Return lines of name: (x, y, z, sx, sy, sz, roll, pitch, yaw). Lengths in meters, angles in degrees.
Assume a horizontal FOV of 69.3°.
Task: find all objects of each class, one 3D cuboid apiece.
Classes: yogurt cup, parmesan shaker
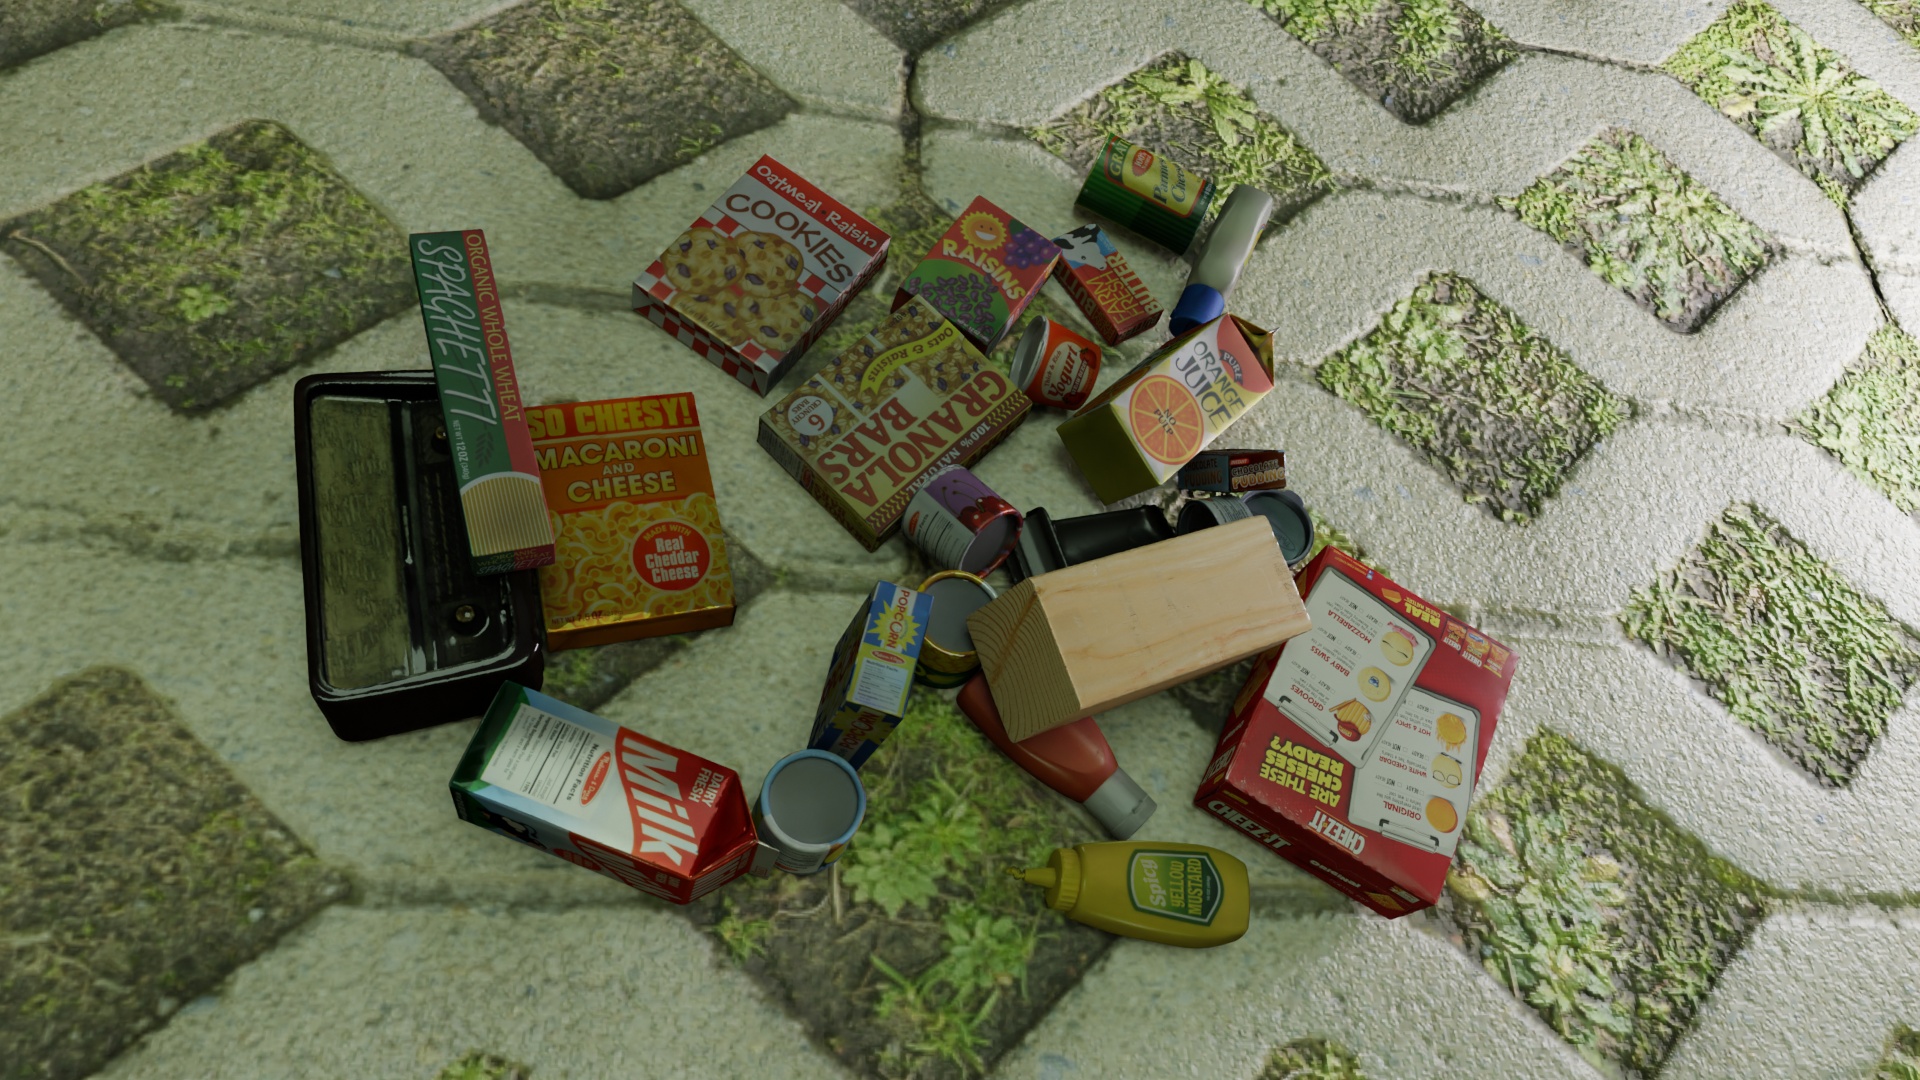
yogurt cup: (0.074, -0.134, 1.076, 0.054, 0.072, 0.073, 18, 60, -15)
parmesan shaker: (0.158, -0.295, 1.180, 0.103, 0.071, 0.071, 26, 60, -2)

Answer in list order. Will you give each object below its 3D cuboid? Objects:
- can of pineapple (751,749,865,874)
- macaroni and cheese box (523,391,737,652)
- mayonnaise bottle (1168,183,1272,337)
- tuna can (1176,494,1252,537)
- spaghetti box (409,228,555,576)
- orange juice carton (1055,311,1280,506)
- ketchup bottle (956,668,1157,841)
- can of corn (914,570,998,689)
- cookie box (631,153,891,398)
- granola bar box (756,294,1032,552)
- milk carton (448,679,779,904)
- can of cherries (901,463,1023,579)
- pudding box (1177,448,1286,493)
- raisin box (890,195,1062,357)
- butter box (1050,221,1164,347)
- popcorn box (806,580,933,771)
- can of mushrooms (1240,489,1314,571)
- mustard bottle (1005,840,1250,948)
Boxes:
can of pineapple: (-0.095, 0.169, 0.874, 0.071, 0.057, 0.071, 6, 62, -12)
macaroni and cheese box: (-0.229, -0.015, 0.943, 0.124, 0.040, 0.167, -7, 66, -19)
mayonnaise bottle: (0.217, -0.229, 1.166, 0.041, 0.064, 0.149, 26, 64, 3)
tuna can: (0.192, 0.002, 1.038, 0.033, 0.070, 0.071, -10, 67, -21)
spaghetti box: (-0.309, -0.095, 0.890, 0.050, 0.028, 0.251, -10, 65, -22)
orange juice carton: (0.170, -0.112, 1.071, 0.193, 0.071, 0.073, -38, 99, -32)
ketchup bottle: (0.069, 0.139, 0.943, 0.149, 0.043, 0.065, 45, 61, 10)
can of corn: (-0.010, 0.062, 0.953, 0.071, 0.058, 0.071, 7, 62, -12)
cookie box: (-0.150, -0.206, 1.064, 0.123, 0.040, 0.168, 34, 61, 3)
granola bar box: (-0.047, -0.089, 1.024, 0.124, 0.039, 0.166, 44, 66, 9)
milk carton: (-0.202, 0.162, 0.841, 0.191, 0.072, 0.074, 22, 60, -2)
can of cherries: (0.004, -0.012, 0.983, 0.072, 0.071, 0.058, -36, 59, -28)
pudding box: (0.206, -0.053, 1.057, 0.050, 0.083, 0.030, -5, 96, -18)
raisin box: (0.014, -0.207, 1.111, 0.086, 0.040, 0.124, 33, 61, 4)
butter box: (0.117, -0.213, 1.150, 0.053, 0.024, 0.103, -27, 73, -26)
popcorn box: (-0.060, 0.090, 0.886, 0.038, 0.126, 0.085, 20, 60, -10)
can of mushrooms: (0.237, -0.006, 1.070, 0.071, 0.033, 0.071, 6, 62, -12)
mustard bottle: (0.108, 0.227, 0.905, 0.160, 0.048, 0.065, 9, 60, -11)
